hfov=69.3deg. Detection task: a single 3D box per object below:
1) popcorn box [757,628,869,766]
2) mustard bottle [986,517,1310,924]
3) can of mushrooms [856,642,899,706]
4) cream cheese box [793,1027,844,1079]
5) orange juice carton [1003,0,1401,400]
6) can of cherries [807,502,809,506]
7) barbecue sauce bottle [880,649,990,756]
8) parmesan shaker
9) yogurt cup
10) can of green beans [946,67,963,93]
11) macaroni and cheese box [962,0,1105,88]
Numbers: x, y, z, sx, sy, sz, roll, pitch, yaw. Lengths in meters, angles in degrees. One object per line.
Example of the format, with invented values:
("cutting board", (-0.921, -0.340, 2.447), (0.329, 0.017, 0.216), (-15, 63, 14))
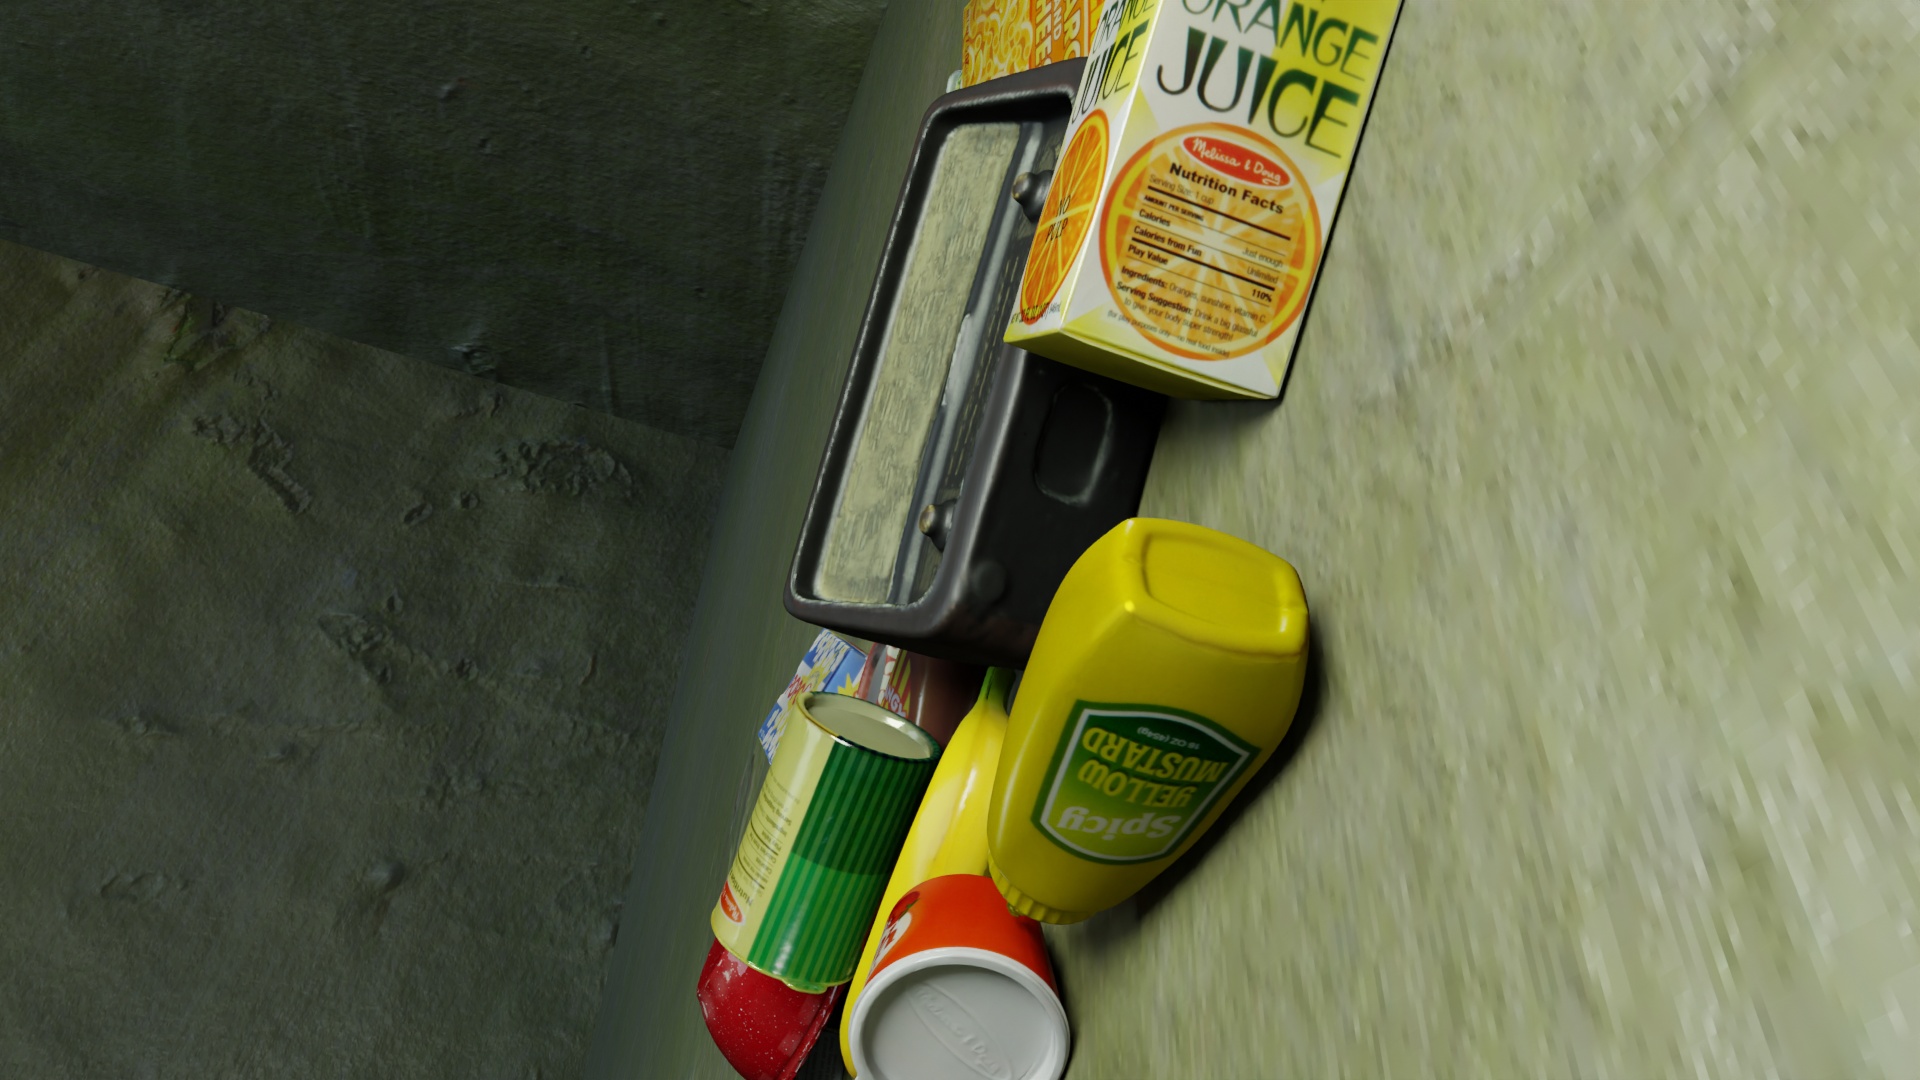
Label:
("popcorn box", (-0.085, 0.105, 0.865), (0.085, 0.038, 0.126), (-59, 12, -5))
("mustard bottle", (0.040, 0.065, 0.384), (0.049, 0.065, 0.159), (-80, 7, -48))
("can of mushrooms", (-0.033, 0.080, 0.733), (0.071, 0.033, 0.071), (-163, 88, -78))
("cream cheese box", (-0.080, 0.299, 0.686), (0.053, 0.024, 0.104), (124, 158, -50))
("orange juice carton", (0.081, -0.144, 0.435), (0.072, 0.073, 0.192), (-158, 85, -77))
("can of cherries", (-0.078, 0.010, 0.933), (0.071, 0.071, 0.058), (145, 138, -70))
("barbecue sauce bottle", (-0.012, 0.073, 0.629), (0.065, 0.044, 0.148), (-140, 67, -67))
("parmesan shaker", (-0.054, 0.124, 0.578), (0.071, 0.071, 0.103), (-125, 56, -74))
("yogurt cup", (0.000, 0.145, 0.448), (0.054, 0.072, 0.072), (-85, 15, -70))
("can of green beans", (0.035, -0.256, 0.785), (0.058, 0.071, 0.071), (-176, 102, -77))
("macaroni and cheese box", (0.050, -0.228, 0.651), (0.166, 0.040, 0.124), (162, 111, -65))
